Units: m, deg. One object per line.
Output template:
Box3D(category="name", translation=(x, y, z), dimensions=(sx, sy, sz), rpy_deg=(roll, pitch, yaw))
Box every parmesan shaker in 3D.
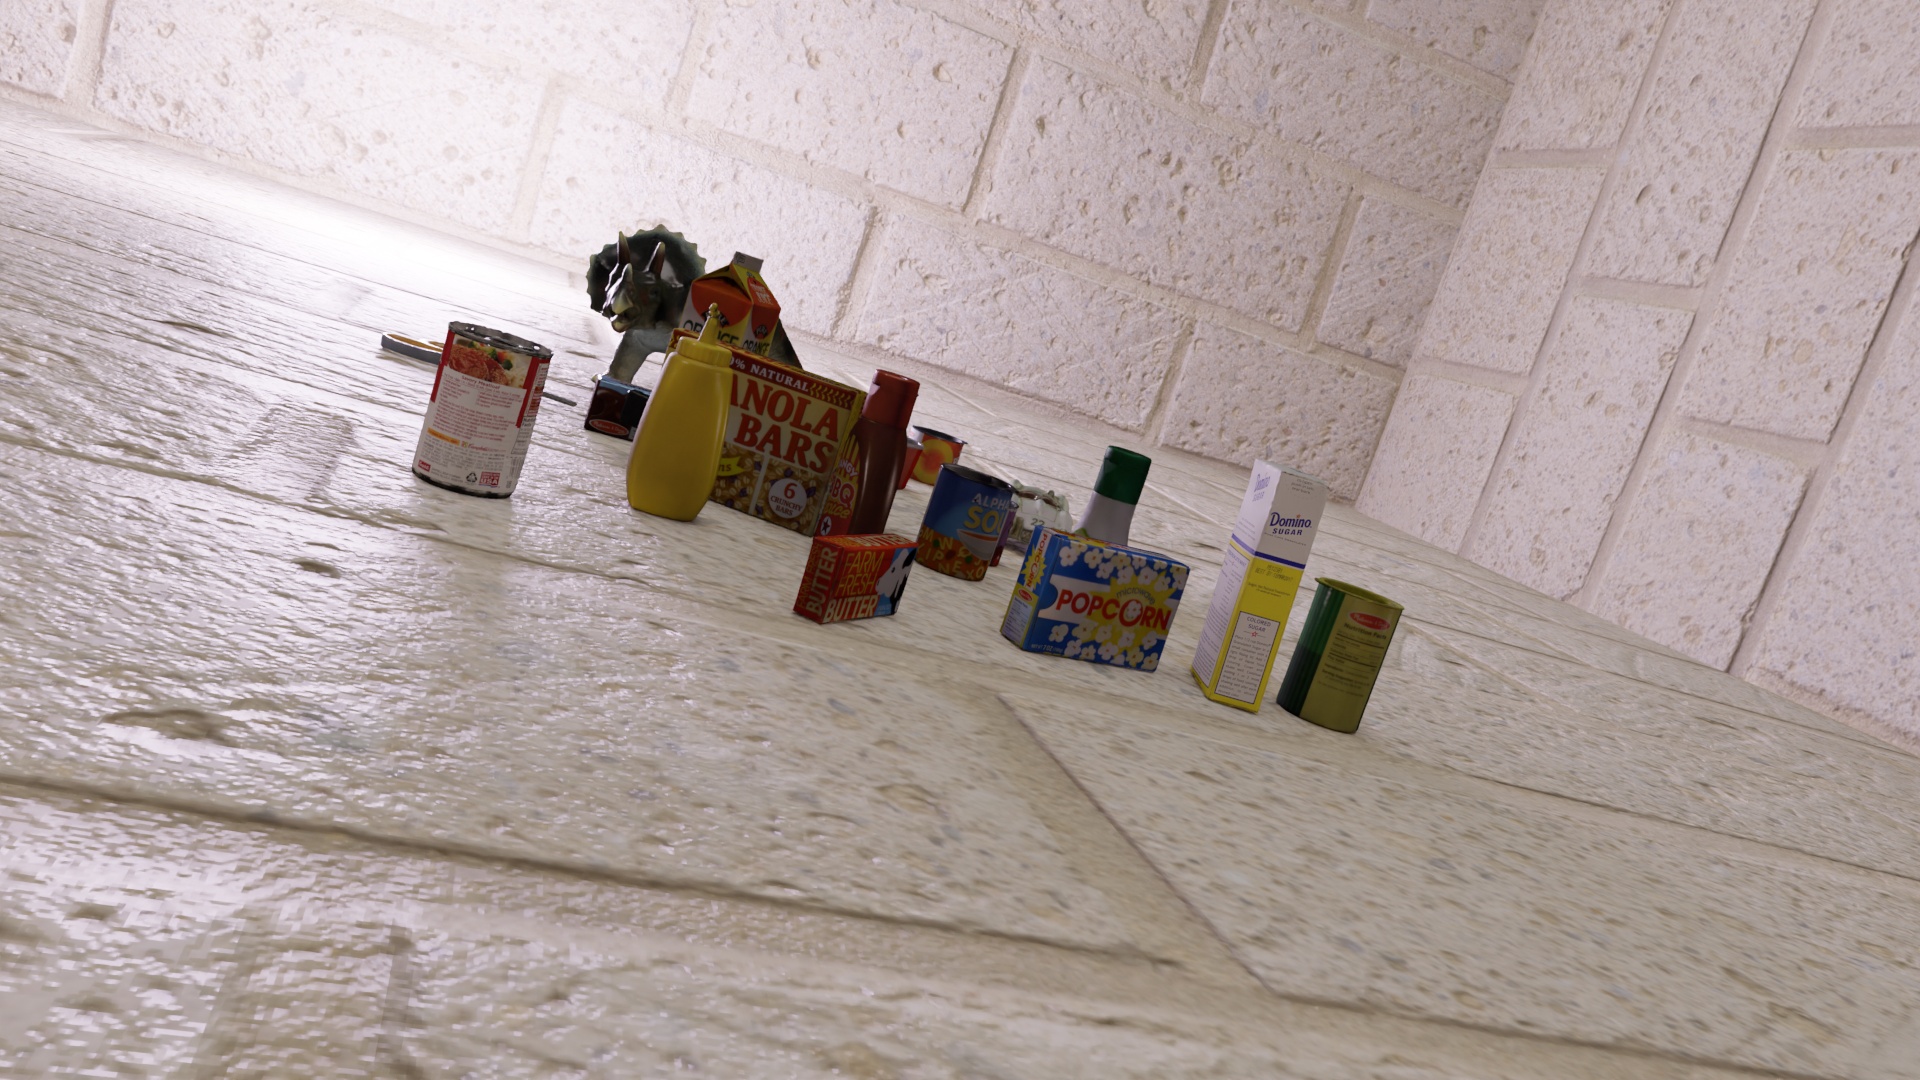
Box3D(category="parmesan shaker", translation=(0.287, 0.087, 1.065), dimensions=(0.071, 0.103, 0.071), rpy_deg=(18, 9, -3))

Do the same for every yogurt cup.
Box3D(category="yogurt cup", translation=(-0.079, -0.089, 1.521), dimensions=(0.072, 0.054, 0.072), rpy_deg=(18, 9, -3))

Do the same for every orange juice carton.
Box3D(category="orange juice carton", translation=(-0.241, -0.196, 1.406), dimensions=(0.073, 0.192, 0.072), rpy_deg=(21, 9, 14))

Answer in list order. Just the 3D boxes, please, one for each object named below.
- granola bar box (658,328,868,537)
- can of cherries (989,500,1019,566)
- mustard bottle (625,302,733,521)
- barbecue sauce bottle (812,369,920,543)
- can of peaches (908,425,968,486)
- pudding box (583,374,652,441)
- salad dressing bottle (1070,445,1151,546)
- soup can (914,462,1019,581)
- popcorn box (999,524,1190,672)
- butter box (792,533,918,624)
Box3D(category="granola bar box", translation=(-0.172, -0.089, 1.132), dimensions=(0.166, 0.124, 0.039), rpy_deg=(20, 9, 9))
Box3D(category="can of cherries", translation=(0.013, -0.015, 1.259), dimensions=(0.071, 0.058, 0.071), rpy_deg=(18, 9, -3))
Box3D(category="mustard bottle", translation=(-0.198, -0.096, 1.018), dimensions=(0.065, 0.160, 0.049), rpy_deg=(16, 9, -18))
Box3D(category="barbecue sauce bottle", translation=(-0.070, -0.056, 1.065), dimensions=(0.044, 0.148, 0.065), rpy_deg=(13, 11, -32))
Box3D(category="can of peaches", translation=(-0.032, -0.099, 1.646), dimensions=(0.071, 0.058, 0.071), rpy_deg=(18, 9, -3))
Box3D(category="pudding box", translation=(-0.299, -0.117, 1.278), dimensions=(0.084, 0.049, 0.030), rpy_deg=(15, 10, -21))
Box3D(category="salad dressing bottle", translation=(0.108, 0.000, 1.085), dimensions=(0.044, 0.147, 0.064), rpy_deg=(11, 11, -38))
Box3D(category="soup can", translation=(0.004, -0.015, 1.165), dimensions=(0.071, 0.083, 0.071), rpy_deg=(18, 9, -3))
Box3D(category="popcorn box", translation=(0.100, 0.043, 1.012), dimensions=(0.127, 0.085, 0.038), rpy_deg=(12, 11, -33))
Box3D(category="butter box", translation=(-0.067, 0.024, 0.909), dimensions=(0.024, 0.053, 0.103), rpy_deg=(22, 10, 24))
